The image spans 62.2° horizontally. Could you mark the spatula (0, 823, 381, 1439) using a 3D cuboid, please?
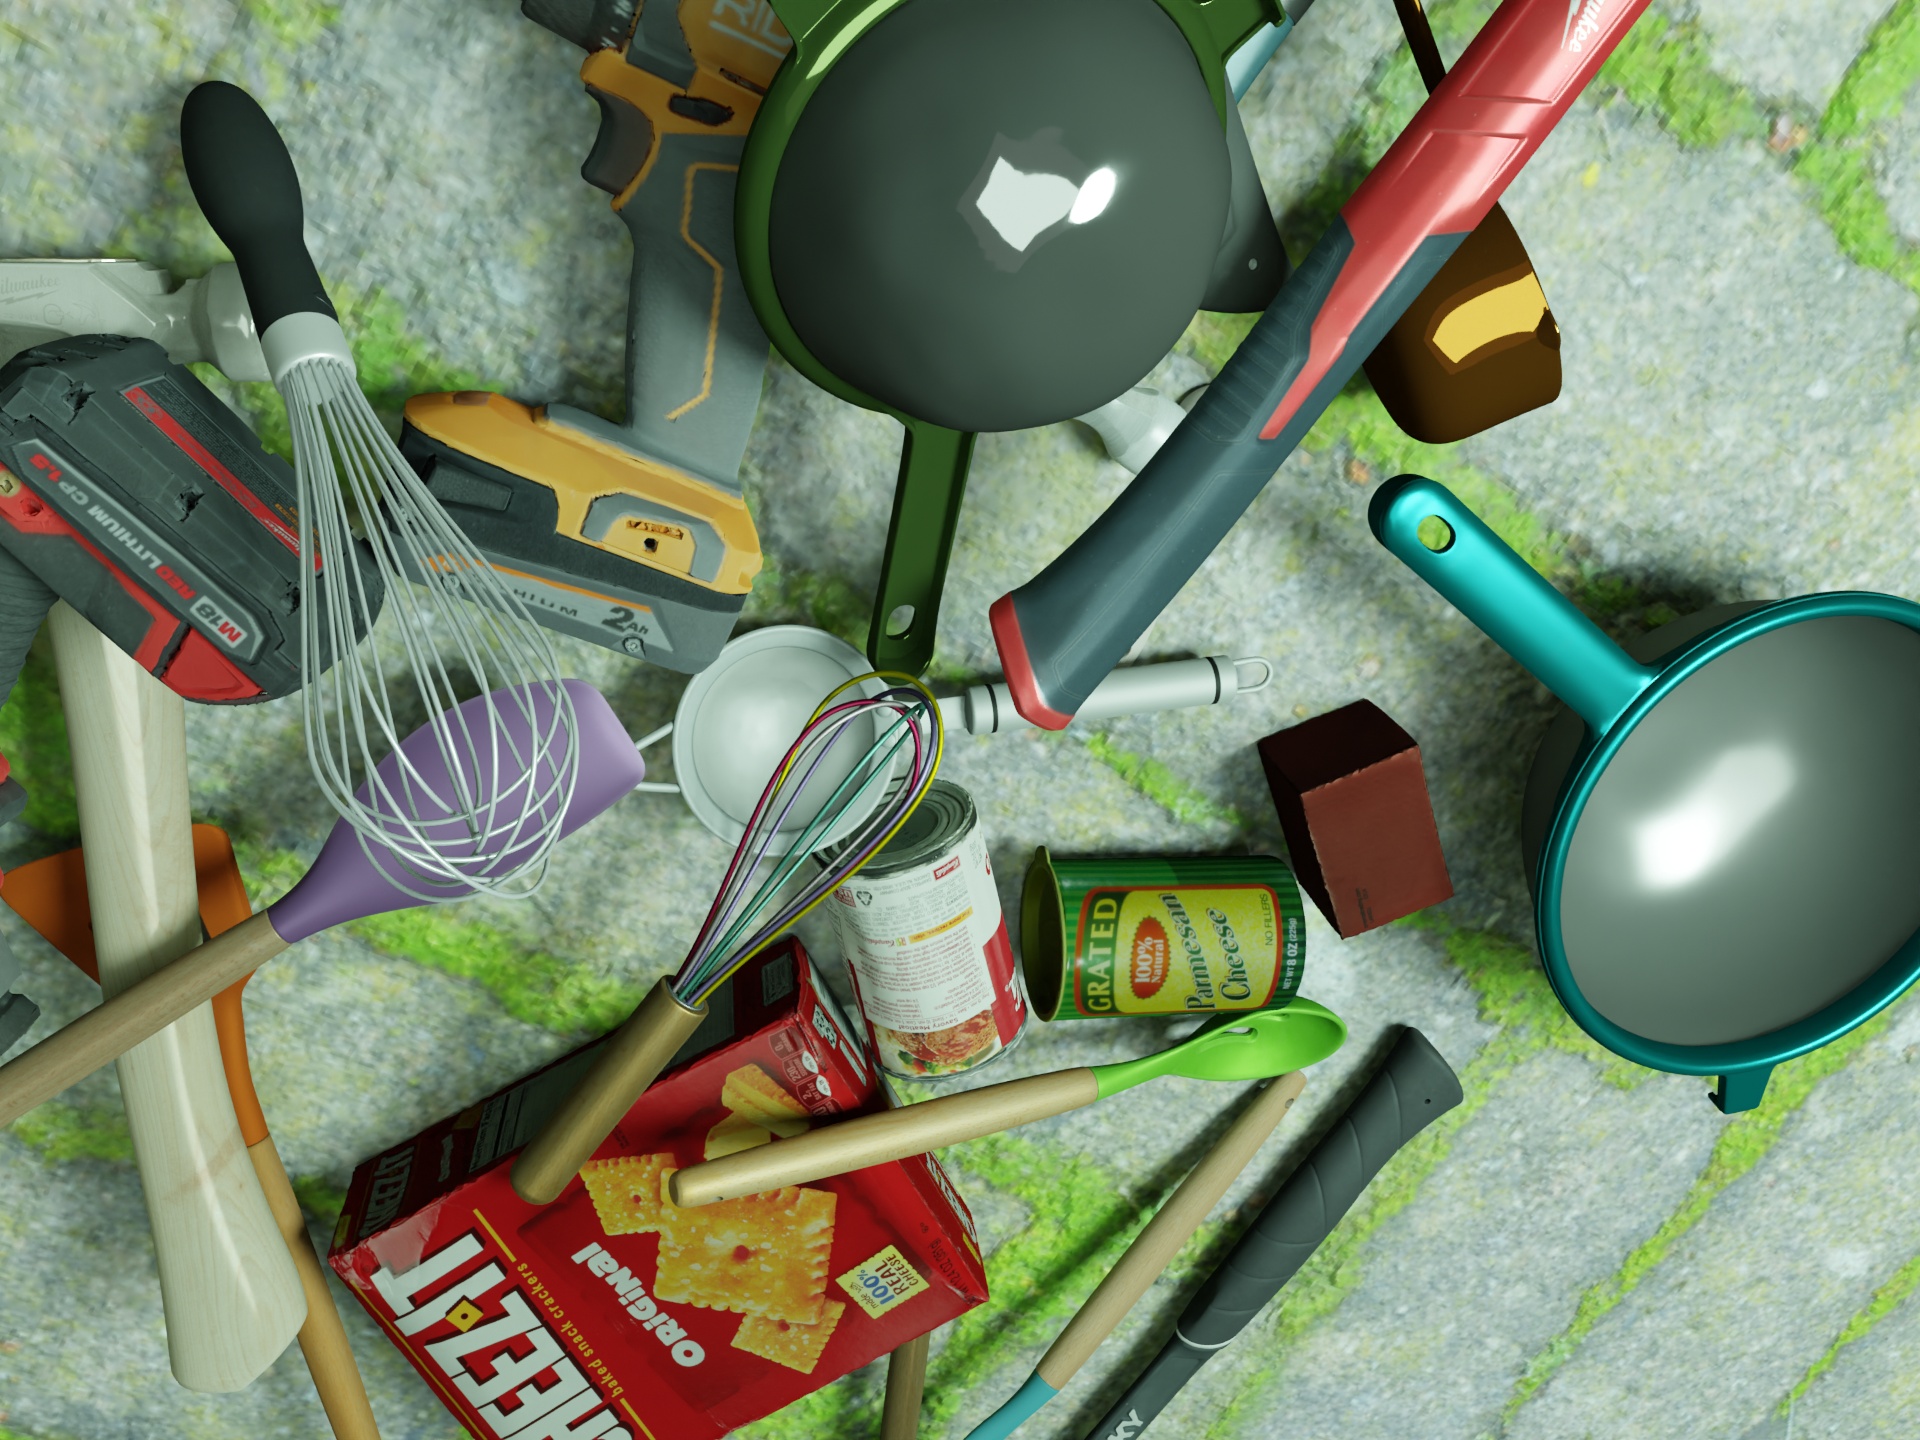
[{"bbox_3d":[-0.274,0.190,0.623,0.081,0.041,0.322,-14,105,-6],"label":"spatula"}]

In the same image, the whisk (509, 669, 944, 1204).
[{"bbox_3d":[-0.088,0.080,0.574,0.047,0.051,0.245,38,101,-6],"label":"whisk"}]

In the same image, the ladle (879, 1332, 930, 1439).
[{"bbox_3d":[-0.033,0.362,0.739,0.078,0.062,0.320,8,102,0],"label":"ladle"}]

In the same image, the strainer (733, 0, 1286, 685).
[{"bbox_3d":[0.008,-0.093,0.473,0.151,0.069,0.256,-8,136,-23],"label":"strainer"}]

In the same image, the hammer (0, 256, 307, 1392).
[{"bbox_3d":[-0.292,0.054,0.548,0.146,0.038,0.410,-2,107,-10],"label":"hammer"}]

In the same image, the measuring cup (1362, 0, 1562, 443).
[{"bbox_3d":[0.147,-0.170,0.532,0.052,0.095,0.173,-26,123,10],"label":"measuring cup"}]

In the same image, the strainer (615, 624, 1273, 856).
[{"bbox_3d":[-0.001,-0.002,0.607,0.258,0.050,0.087,-7,102,-12],"label":"strainer"}]

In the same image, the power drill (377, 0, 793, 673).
[{"bbox_3d":[-0.114,-0.148,0.498,0.185,0.084,0.226,20,105,-19],"label":"power drill"}]

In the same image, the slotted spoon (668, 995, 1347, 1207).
[{"bbox_3d":[0.031,0.151,0.642,0.313,0.031,0.070,-6,146,-32],"label":"slotted spoon"}]

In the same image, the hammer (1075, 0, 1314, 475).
[{"bbox_3d":[0.108,-0.248,0.523,0.128,0.033,0.331,29,105,-24],"label":"hammer"}]

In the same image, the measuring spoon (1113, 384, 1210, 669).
[{"bbox_3d":[0.081,-0.068,0.609,0.034,0.018,0.124,15,111,-18],"label":"measuring spoon"}]

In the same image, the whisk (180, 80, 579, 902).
[{"bbox_3d":[-0.170,-0.075,0.439,0.070,0.285,0.070,-23,158,-10],"label":"whisk"}]

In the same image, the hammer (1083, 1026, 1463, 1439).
[{"bbox_3d":[0.105,0.311,0.782,0.149,0.036,0.409,30,105,-22],"label":"hammer"}]

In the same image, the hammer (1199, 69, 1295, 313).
[{"bbox_3d":[0.039,-0.266,0.449,0.146,0.035,0.334,-34,123,-11],"label":"hammer"}]

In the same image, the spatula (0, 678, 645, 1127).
[{"bbox_3d":[-0.252,0.081,0.533,0.316,0.018,0.059,-33,109,-5],"label":"spatula"}]

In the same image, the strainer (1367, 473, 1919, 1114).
[{"bbox_3d":[0.267,0.001,0.640,0.340,0.095,0.211,35,100,-22],"label":"strainer"}]

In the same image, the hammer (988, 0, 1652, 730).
[{"bbox_3d":[0.147,-0.143,0.487,0.143,0.038,0.386,35,107,-9],"label":"hammer"}]

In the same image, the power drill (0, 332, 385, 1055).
[{"bbox_3d":[-0.287,0.002,0.476,0.219,0.079,0.143,-40,109,8],"label":"power drill"}]

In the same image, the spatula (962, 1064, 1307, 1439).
[{"bbox_3d":[0.064,0.291,0.731,0.317,0.044,0.082,-52,135,1],"label":"spatula"}]
